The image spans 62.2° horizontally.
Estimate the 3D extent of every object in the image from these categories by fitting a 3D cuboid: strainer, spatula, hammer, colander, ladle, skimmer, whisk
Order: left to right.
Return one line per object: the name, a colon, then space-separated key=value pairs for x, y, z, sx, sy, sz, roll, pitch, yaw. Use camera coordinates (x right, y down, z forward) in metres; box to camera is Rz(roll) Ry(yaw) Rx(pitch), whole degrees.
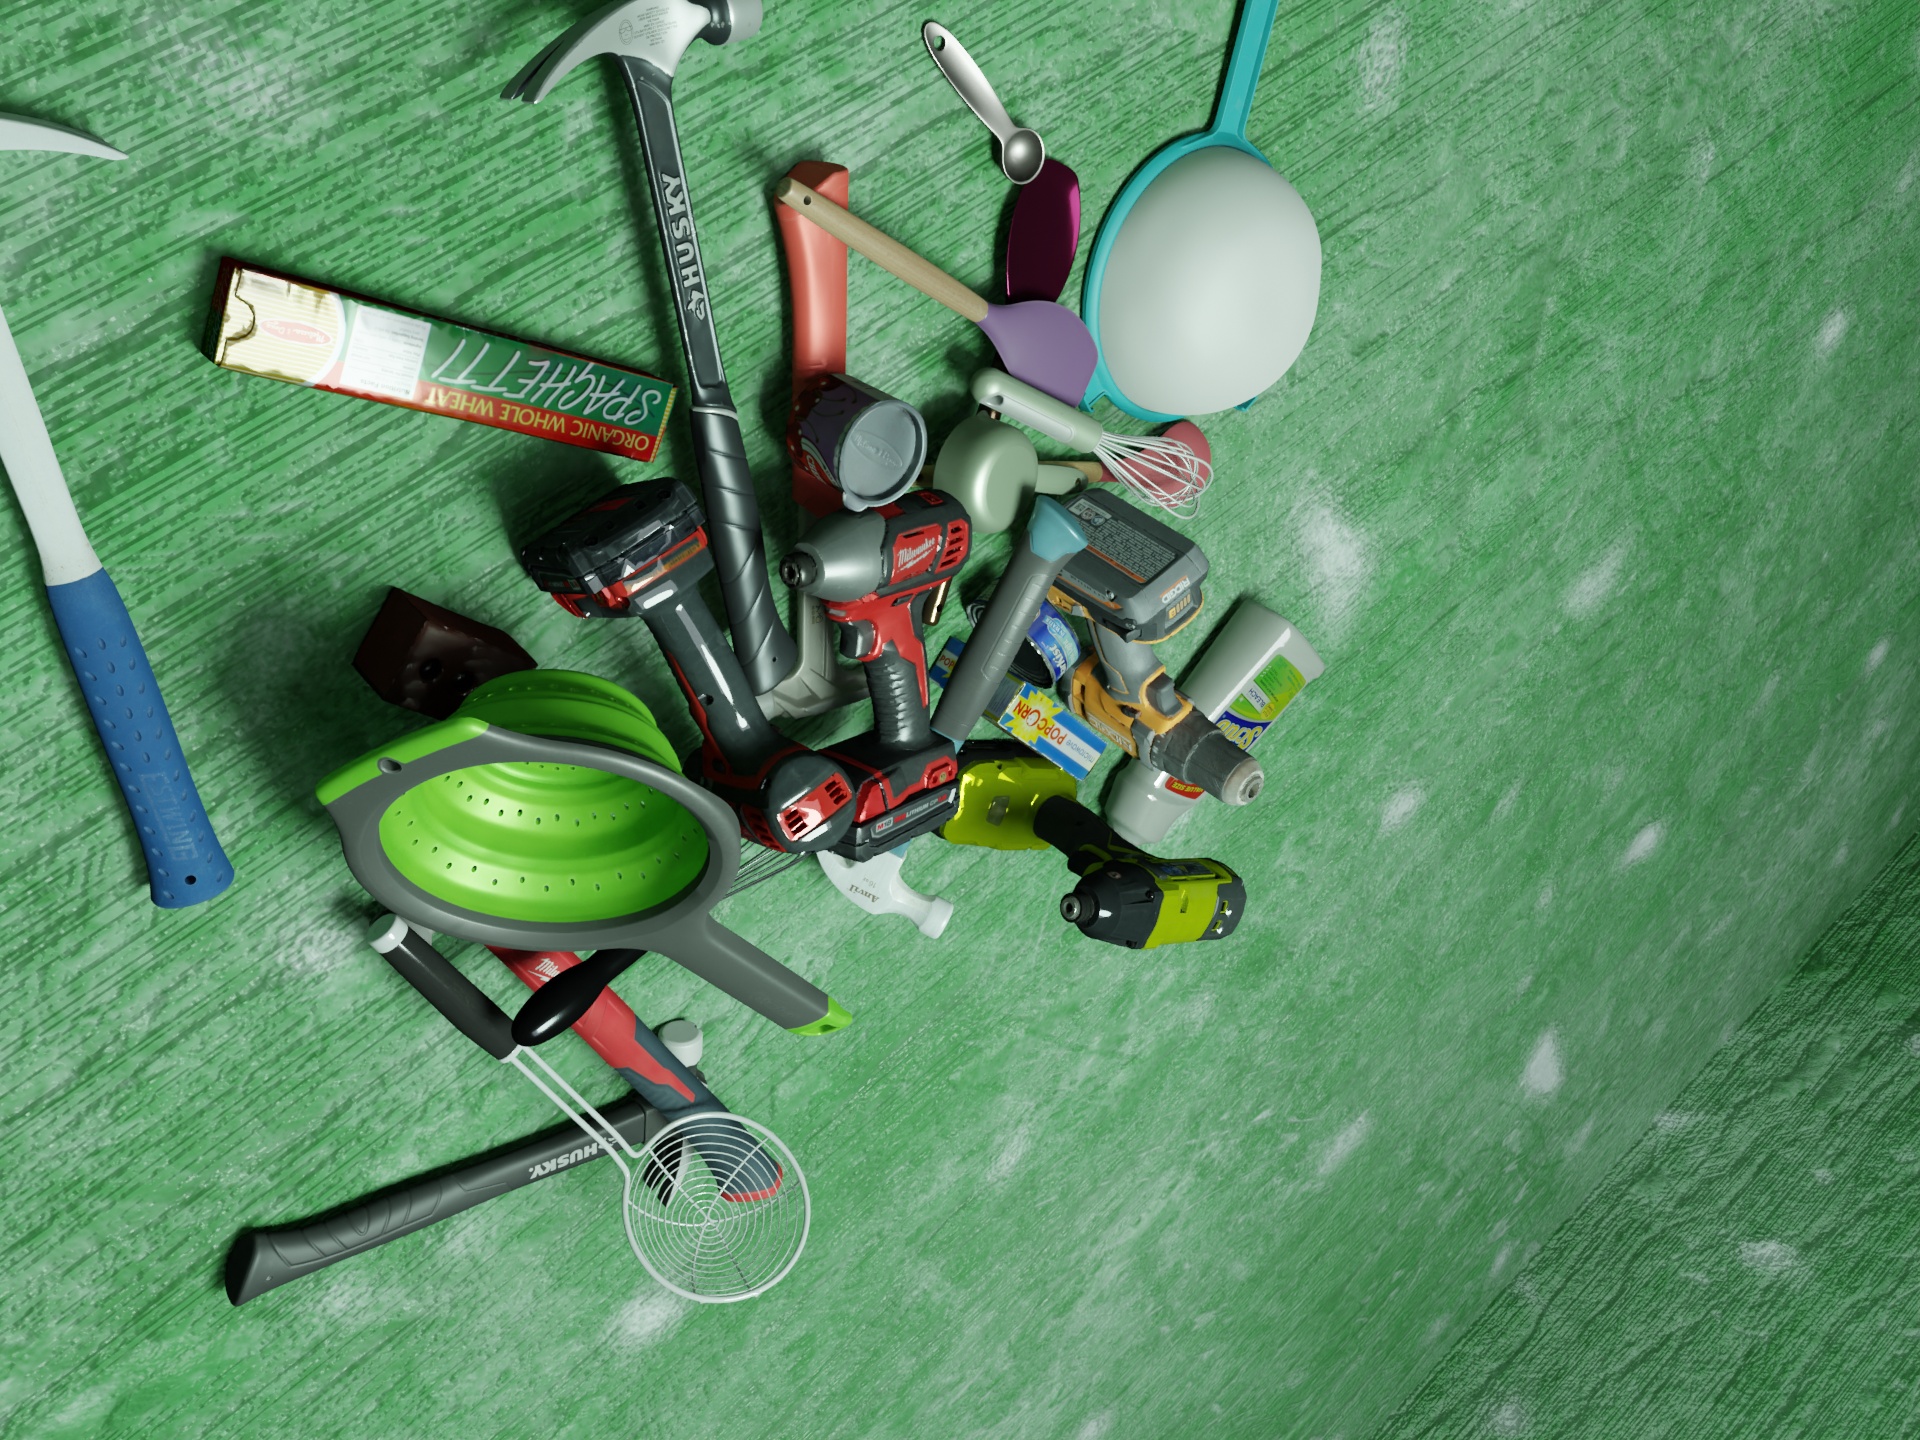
hammer: x=-0.417 y=-0.080 z=0.754 sx=0.144 sy=0.035 sz=0.405 roll=-25 pitch=130 yaw=-30
hammer: x=-0.326 y=0.319 z=1.089 sx=0.334 sy=0.035 sz=0.146 roll=-14 pitch=123 yaw=-37
skimmer: x=-0.225 y=0.239 z=1.000 sx=0.362 sy=0.090 sz=0.127 roll=56 pitch=42 yaw=-35
hammer: x=-0.218 y=0.204 z=1.076 sx=0.143 sy=0.038 sz=0.385 roll=-45 pitch=128 yaw=-15
colander: x=-0.182 y=0.078 z=0.922 sx=0.204 sy=0.095 sz=0.396 roll=-22 pitch=141 yaw=21
whisk: x=-0.180 y=0.116 z=1.027 sx=0.285 sy=0.070 sz=0.070 roll=-41 pitch=138 yaw=-39
hammer: x=-0.146 y=-0.191 z=0.899 sx=0.149 sy=0.036 sz=0.408 roll=-33 pitch=132 yaw=-35
hammer: x=-0.083 y=-0.168 z=1.014 sx=0.149 sy=0.037 sz=0.358 roll=-19 pitch=127 yaw=-35
spatula: x=-0.002 y=-0.268 z=0.996 sx=0.315 sy=0.018 sz=0.060 roll=15 pitch=101 yaw=-52
hammer: x=-0.002 y=-0.004 z=1.106 sx=0.128 sy=0.033 sz=0.331 roll=26 pitch=112 yaw=-4
ladle: x=0.080 y=-0.183 z=1.167 sx=0.315 sy=0.031 sz=0.069 roll=-9 pitch=113 yaw=-38
whisk: x=0.095 y=-0.196 z=1.115 sx=0.246 sy=0.058 sz=0.059 roll=16 pitch=63 yaw=-44
strainer: x=0.206 y=-0.364 z=1.120 sx=0.211 sy=0.095 sz=0.340 roll=-9 pitch=122 yaw=-40

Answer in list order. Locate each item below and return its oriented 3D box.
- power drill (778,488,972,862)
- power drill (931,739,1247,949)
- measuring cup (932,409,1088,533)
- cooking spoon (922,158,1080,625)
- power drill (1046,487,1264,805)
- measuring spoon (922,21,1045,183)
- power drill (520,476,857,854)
power drill: x=-0.059 y=-0.031 z=1.008 sx=0.143 sy=0.079 sz=0.219 roll=-22 pitch=123 yaw=-47
power drill: x=0.082 y=0.095 z=1.191 sx=0.171 sy=0.223 sz=0.080 roll=3 pitch=112 yaw=-44
measuring cup: x=0.049 y=-0.164 z=1.090 sx=0.167 sy=0.038 sz=0.083 roll=-5 pitch=113 yaw=-49
cooking spoon: x=0.022 y=-0.217 z=1.077 sx=0.068 sy=0.017 sz=0.319 roll=6 pitch=104 yaw=-49
power drill: x=0.143 y=-0.042 z=1.175 sx=0.084 sy=0.185 sz=0.226 roll=-39 pitch=143 yaw=-18
measuring spoon: x=0.011 y=-0.385 z=0.989 sx=0.034 sy=0.018 sz=0.124 roll=-52 pitch=131 yaw=-5
power drill: x=-0.162 y=-0.024 z=0.941 sx=0.080 sy=0.188 sz=0.226 roll=-37 pitch=111 yaw=-21
